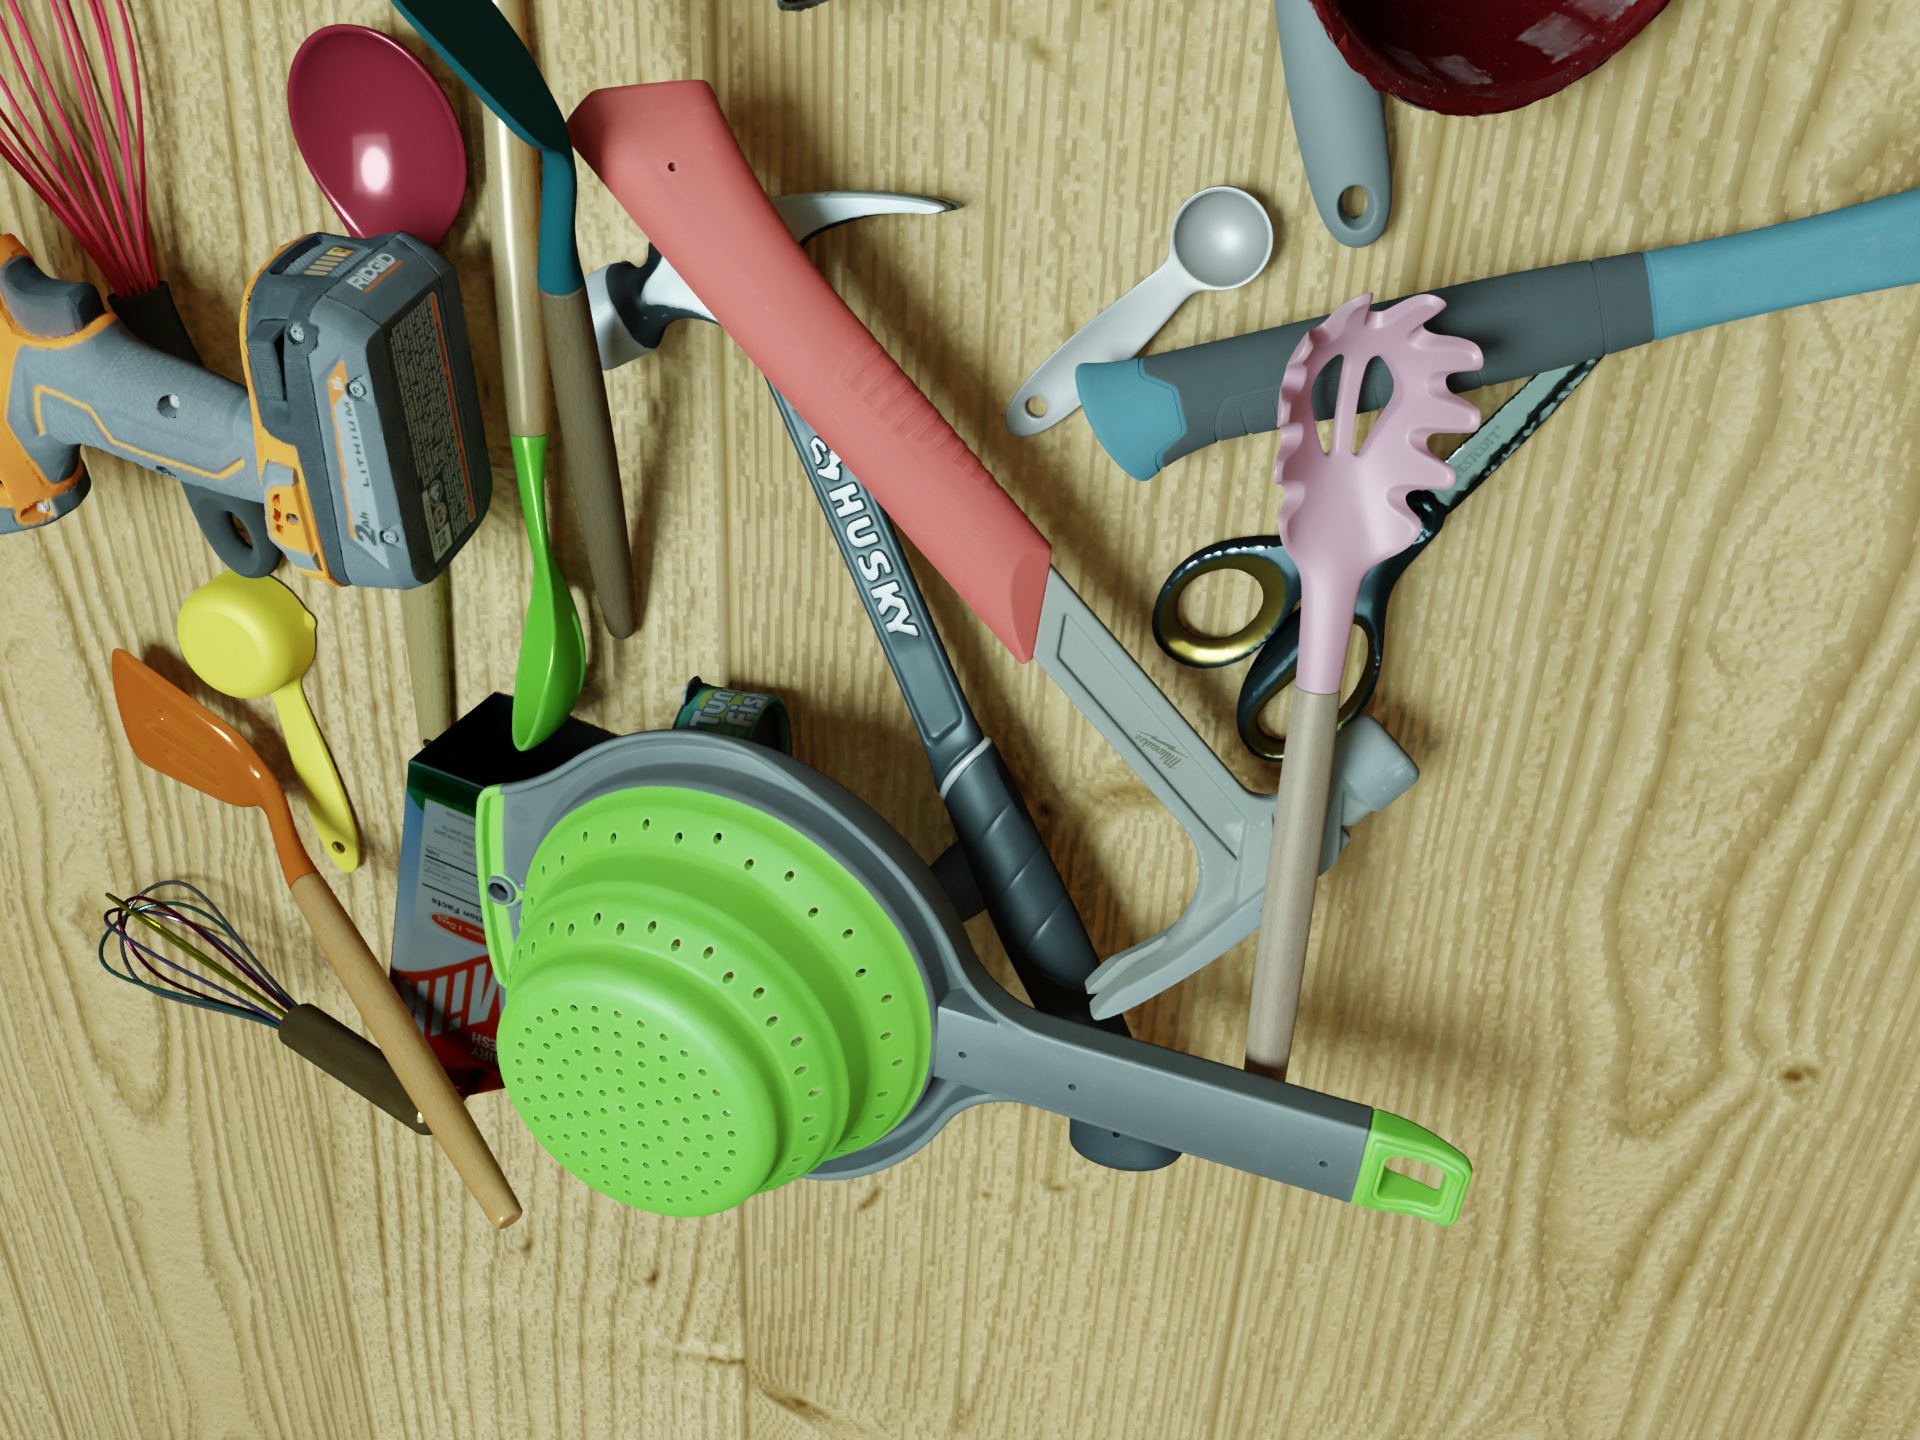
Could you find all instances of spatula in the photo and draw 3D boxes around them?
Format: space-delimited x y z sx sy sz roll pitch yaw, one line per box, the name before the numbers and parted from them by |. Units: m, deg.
spatula | -0.143 -0.128 0.540 0.044 0.082 0.317 -13 146 -13
spatula | -0.287 0.094 0.703 0.323 0.041 0.081 49 142 22

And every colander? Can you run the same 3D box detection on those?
colander | -0.025 0.132 0.568 0.397 0.094 0.204 14 122 15

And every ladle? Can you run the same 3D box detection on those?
ladle | -0.224 -0.115 0.647 0.069 0.031 0.315 11 121 9

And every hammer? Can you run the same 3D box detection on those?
hammer | -0.005 -0.061 0.546 0.149 0.037 0.359 -40 104 11
hammer | 0.200 -0.128 0.497 0.331 0.033 0.128 -10 111 17
hammer | -0.001 -0.002 0.608 0.149 0.036 0.408 -19 104 19

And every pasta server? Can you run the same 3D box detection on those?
pasta server | 0.118 0.017 0.533 0.060 0.040 0.316 1 112 -4

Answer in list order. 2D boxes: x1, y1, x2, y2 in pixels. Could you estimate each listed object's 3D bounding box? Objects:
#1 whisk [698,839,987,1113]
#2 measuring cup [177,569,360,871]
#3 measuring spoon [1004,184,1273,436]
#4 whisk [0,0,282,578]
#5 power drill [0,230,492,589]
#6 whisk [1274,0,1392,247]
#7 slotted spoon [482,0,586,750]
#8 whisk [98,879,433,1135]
whisk | -0.068 0.129 0.710 0.070 0.070 0.284 44 115 -8
measuring cup | -0.313 0.007 0.733 0.062 0.029 0.156 -4 114 19
measuring spoon | 0.060 -0.141 0.559 0.034 0.018 0.124 45 126 -11
whisk | -0.332 -0.188 0.627 0.073 0.073 0.295 -1 122 17
power drill | -0.299 -0.136 0.579 0.226 0.084 0.164 9 130 8
whisk | 0.100 -0.258 0.469 0.055 0.055 0.238 -8 118 20
slotted spoon | -0.167 -0.136 0.611 0.031 0.070 0.313 -6 115 -20
whisk | -0.330 0.134 0.752 0.245 0.051 0.047 22 129 28
